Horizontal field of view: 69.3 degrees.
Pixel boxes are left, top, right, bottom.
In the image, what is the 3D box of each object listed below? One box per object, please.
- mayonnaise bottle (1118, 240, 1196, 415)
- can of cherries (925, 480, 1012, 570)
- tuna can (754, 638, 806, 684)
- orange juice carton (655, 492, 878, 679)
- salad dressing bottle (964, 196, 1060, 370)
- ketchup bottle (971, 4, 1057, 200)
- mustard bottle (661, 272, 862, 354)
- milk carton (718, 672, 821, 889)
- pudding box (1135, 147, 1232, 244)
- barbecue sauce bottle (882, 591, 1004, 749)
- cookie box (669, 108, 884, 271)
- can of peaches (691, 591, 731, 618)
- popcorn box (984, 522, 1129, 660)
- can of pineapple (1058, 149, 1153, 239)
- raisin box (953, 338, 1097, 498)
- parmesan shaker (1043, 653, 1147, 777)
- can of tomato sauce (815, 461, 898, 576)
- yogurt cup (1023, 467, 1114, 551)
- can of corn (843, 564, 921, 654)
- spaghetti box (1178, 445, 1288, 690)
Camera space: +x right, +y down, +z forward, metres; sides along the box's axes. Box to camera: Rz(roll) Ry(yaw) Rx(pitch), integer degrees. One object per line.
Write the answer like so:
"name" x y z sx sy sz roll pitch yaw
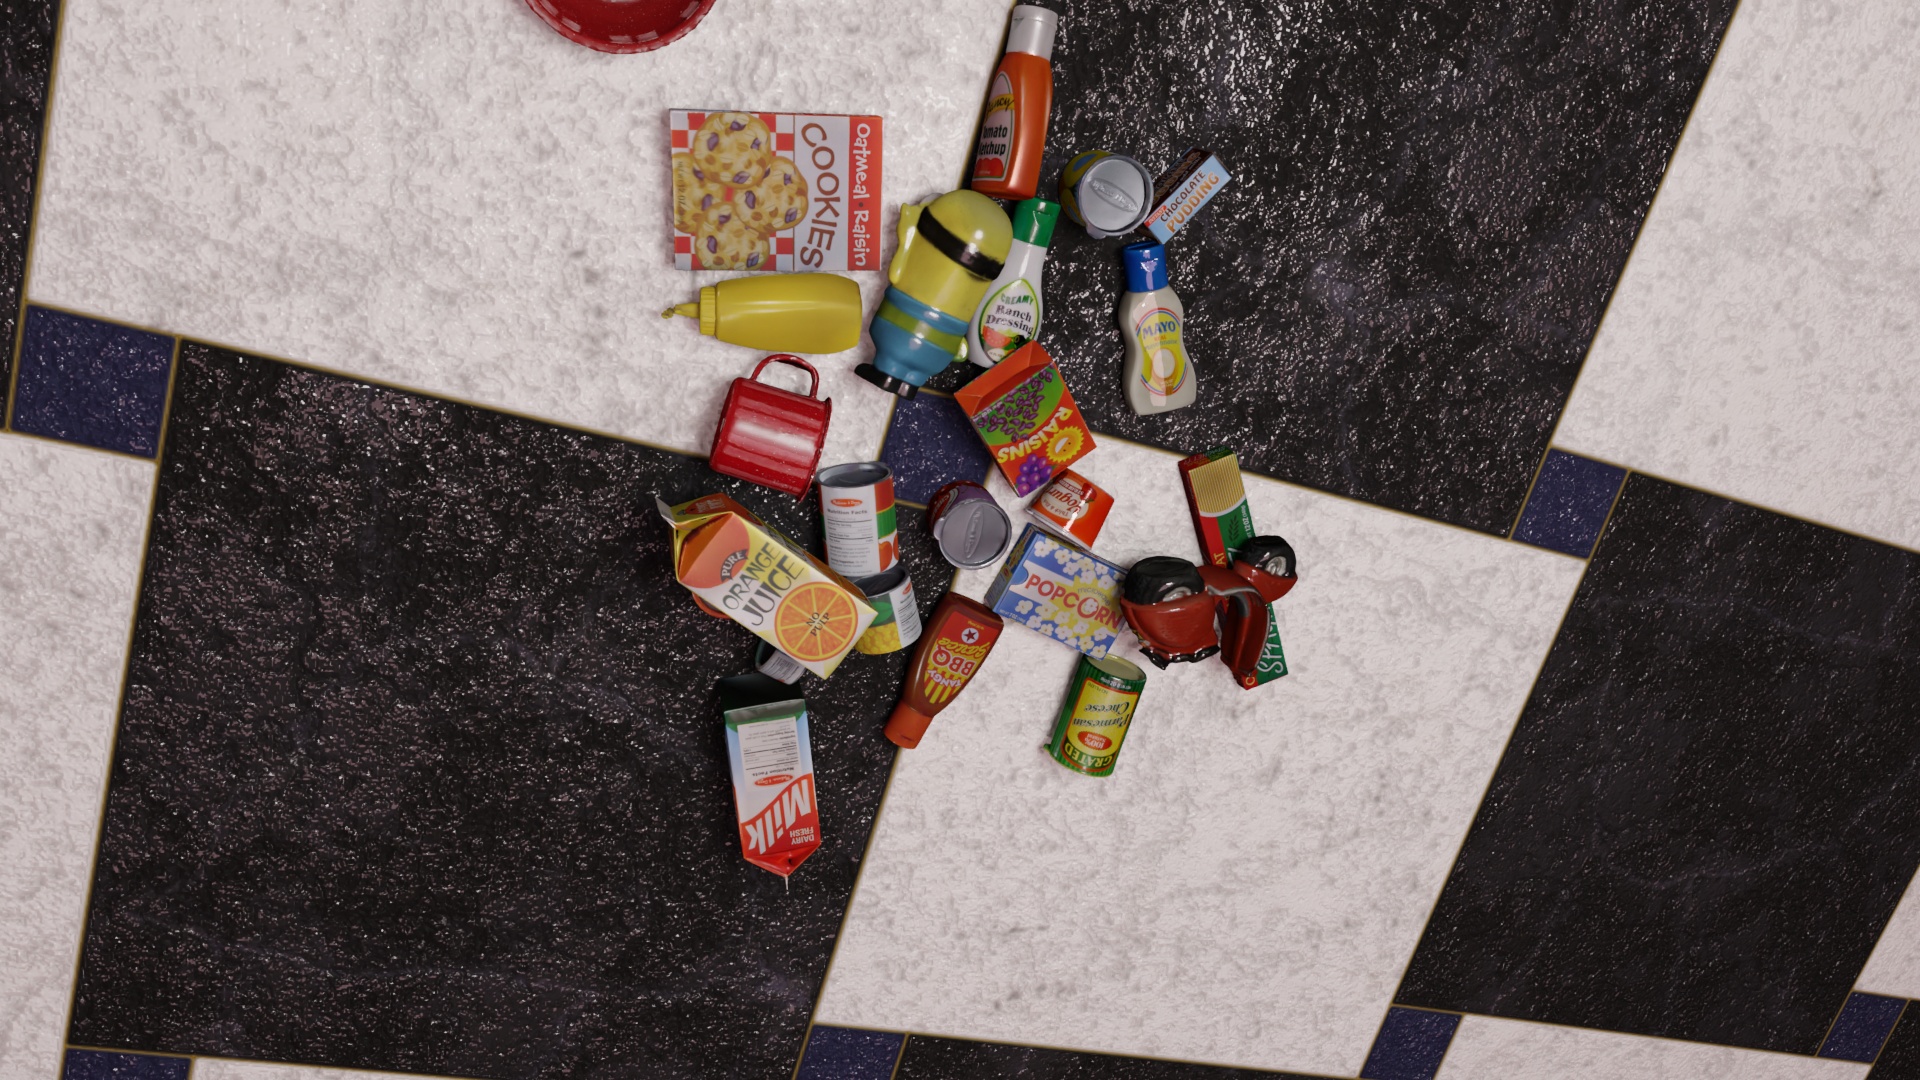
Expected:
"mayonnaise bottle" 0.169 -0.188 1.225 0.065 0.041 0.147 -14 113 -7
"can of cherries" 0.004 -0.015 1.236 0.071 0.058 0.071 -5 111 -12
"tuna can" -0.152 0.089 1.231 0.033 0.071 0.071 29 100 -21
"orange juice carton" -0.168 0.026 1.134 0.192 0.072 0.073 37 92 -22
"salad dressing bottle" 0.046 -0.219 1.181 0.064 0.044 0.147 11 106 -19
"ketchup bottle" 0.048 -0.354 1.127 0.043 0.065 0.148 6 99 -33
"mustard bottle" -0.162 -0.187 1.132 0.160 0.049 0.065 0 142 -12
"milk carton" -0.172 0.220 1.267 0.073 0.072 0.189 -8 110 -11
"pudding box" 0.185 -0.295 1.187 0.083 0.050 0.030 -44 115 4
"barbecue sauce bottle" -0.021 0.123 1.286 0.065 0.044 0.148 26 102 -22
"cookie box" -0.146 -0.280 1.113 0.168 0.040 0.122 -2 110 -13
"can of peaches" -0.200 0.030 1.199 0.071 0.058 0.071 -5 110 -13
"popcorn box" 0.098 0.048 1.293 0.126 0.038 0.085 25 103 -21
"can of pineapple" 0.120 -0.291 1.167 0.071 0.058 0.070 -5 110 -12
"raisin box" 0.059 -0.103 1.204 0.086 0.040 0.123 -35 140 -1
"parmesan shaker" 0.128 0.165 1.328 0.071 0.071 0.102 13 105 -18
"can of tomato sauce" -0.088 -0.020 1.208 0.071 0.071 0.082 -8 112 -11
"yogurt cup" 0.103 -0.030 1.254 0.072 0.072 0.054 33 91 -22
"can of corn" -0.074 0.061 1.240 0.071 0.071 0.058 -16 113 -8
"spaghetti box" 0.264 0.031 1.335 0.050 0.029 0.249 -21 113 -5
